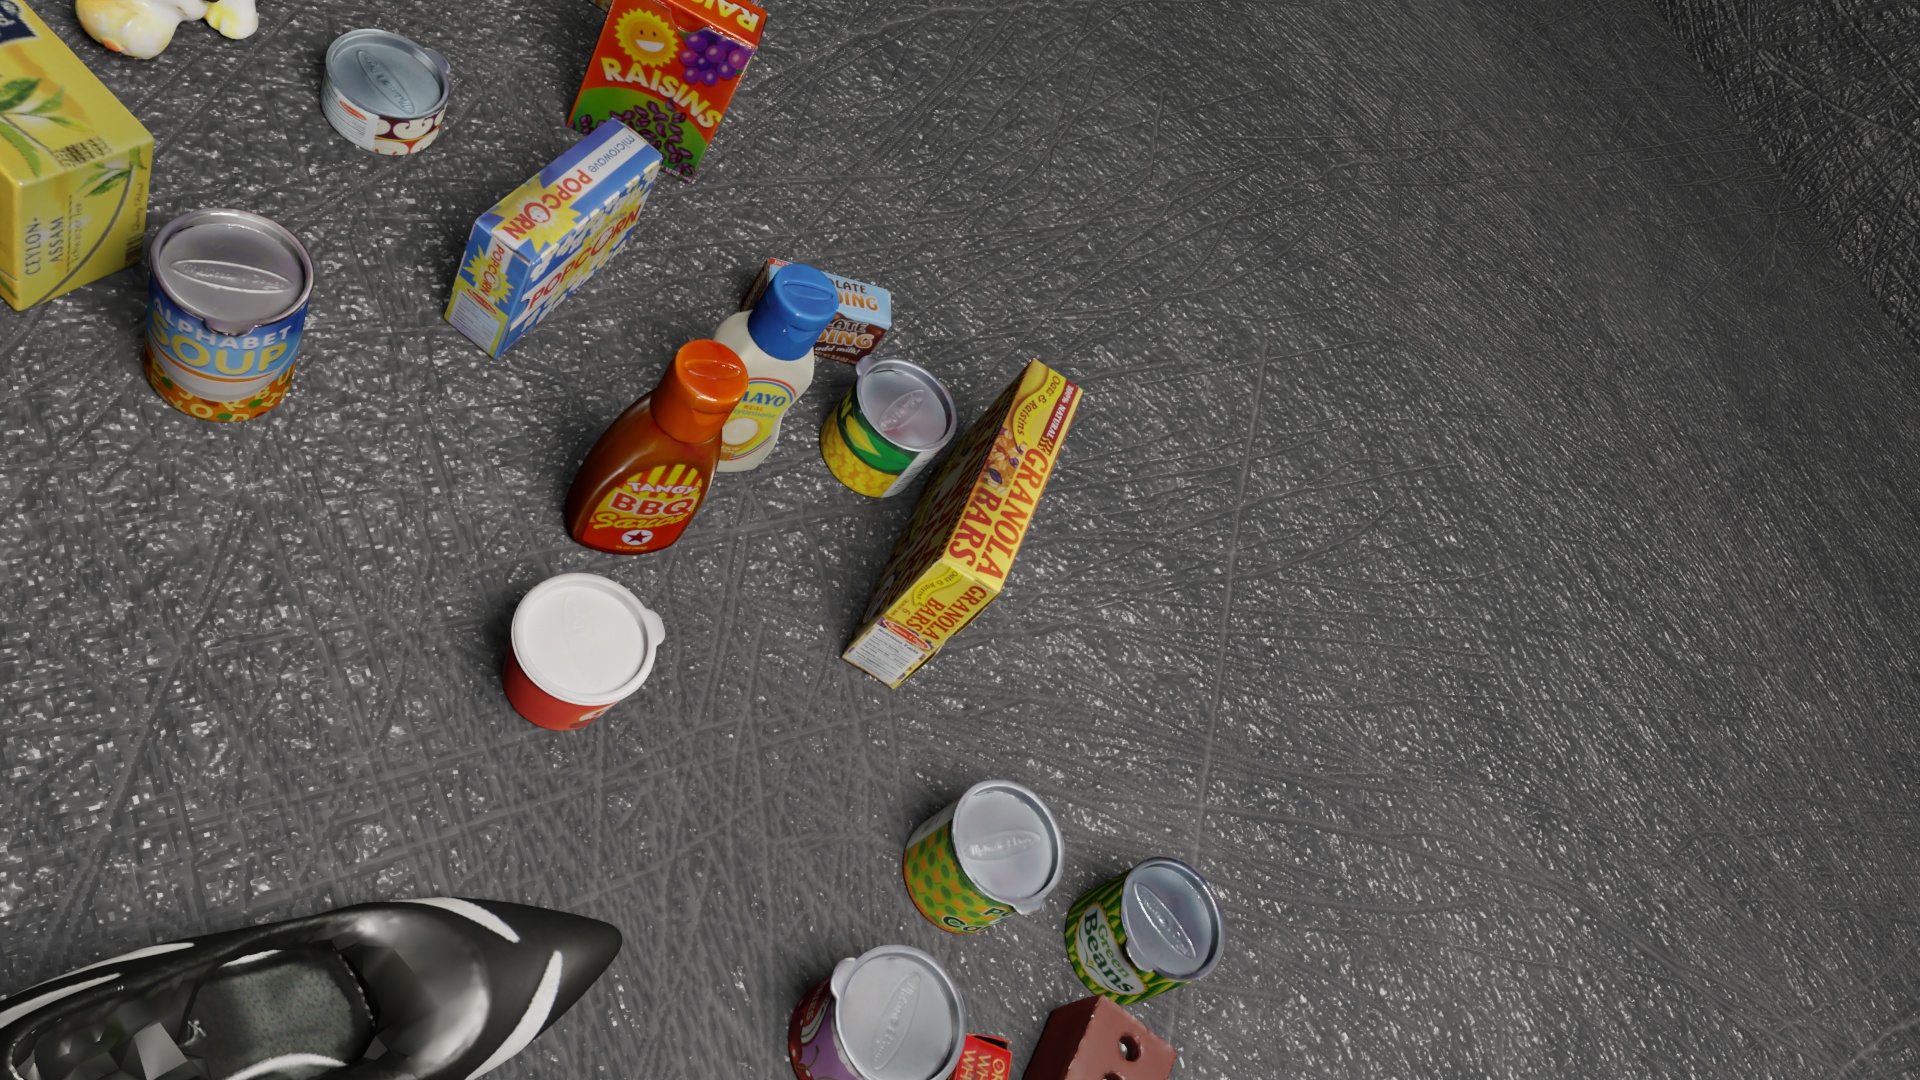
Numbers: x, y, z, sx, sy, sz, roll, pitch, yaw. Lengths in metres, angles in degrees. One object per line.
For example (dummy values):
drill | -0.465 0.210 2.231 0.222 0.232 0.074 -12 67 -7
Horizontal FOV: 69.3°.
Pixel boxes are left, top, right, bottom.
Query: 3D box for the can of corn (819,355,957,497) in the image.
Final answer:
can of corn | -0.046 -0.069 0.839 0.071 0.058 0.071 16 54 -23

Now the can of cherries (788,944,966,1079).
can of cherries | -0.041 0.227 0.650 0.071 0.058 0.072 16 54 -23

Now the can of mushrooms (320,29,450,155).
can of mushrooms | -0.329 -0.257 0.798 0.071 0.033 0.071 16 54 -23

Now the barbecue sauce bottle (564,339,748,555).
barbecue sauce bottle | -0.149 -0.045 0.697 0.065 0.147 0.044 3 60 -31

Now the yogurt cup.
yogurt cup | -0.187 0.057 0.671 0.072 0.053 0.073 16 54 -23

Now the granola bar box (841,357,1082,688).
granola bar box | 0.003 -0.010 0.788 0.039 0.123 0.166 33 49 -10

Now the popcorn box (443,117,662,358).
popcorn box | -0.225 -0.169 0.772 0.038 0.084 0.127 38 48 -6

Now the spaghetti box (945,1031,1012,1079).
spaghetti box | -0.019 0.340 0.597 0.028 0.050 0.251 26 50 -17

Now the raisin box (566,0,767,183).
raisin box | -0.181 -0.288 0.851 0.086 0.122 0.040 23 51 -18

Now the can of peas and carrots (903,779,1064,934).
can of peas and carrots | 0.012 0.168 0.723 0.071 0.058 0.071 16 54 -23

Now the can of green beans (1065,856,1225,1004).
can of green beans | 0.099 0.211 0.750 0.071 0.057 0.071 16 54 -23

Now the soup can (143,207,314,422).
soup can | -0.346 -0.102 0.653 0.071 0.083 0.072 16 54 -23

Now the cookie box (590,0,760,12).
cookie box | -0.178 -0.397 0.895 0.123 0.166 0.040 33 49 -11

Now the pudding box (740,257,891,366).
pudding box | -0.089 -0.142 0.865 0.084 0.049 0.030 12 56 -26

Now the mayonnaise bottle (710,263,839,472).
mayonnaise bottle | -0.112 -0.090 0.751 0.065 0.147 0.041 6 58 -30
